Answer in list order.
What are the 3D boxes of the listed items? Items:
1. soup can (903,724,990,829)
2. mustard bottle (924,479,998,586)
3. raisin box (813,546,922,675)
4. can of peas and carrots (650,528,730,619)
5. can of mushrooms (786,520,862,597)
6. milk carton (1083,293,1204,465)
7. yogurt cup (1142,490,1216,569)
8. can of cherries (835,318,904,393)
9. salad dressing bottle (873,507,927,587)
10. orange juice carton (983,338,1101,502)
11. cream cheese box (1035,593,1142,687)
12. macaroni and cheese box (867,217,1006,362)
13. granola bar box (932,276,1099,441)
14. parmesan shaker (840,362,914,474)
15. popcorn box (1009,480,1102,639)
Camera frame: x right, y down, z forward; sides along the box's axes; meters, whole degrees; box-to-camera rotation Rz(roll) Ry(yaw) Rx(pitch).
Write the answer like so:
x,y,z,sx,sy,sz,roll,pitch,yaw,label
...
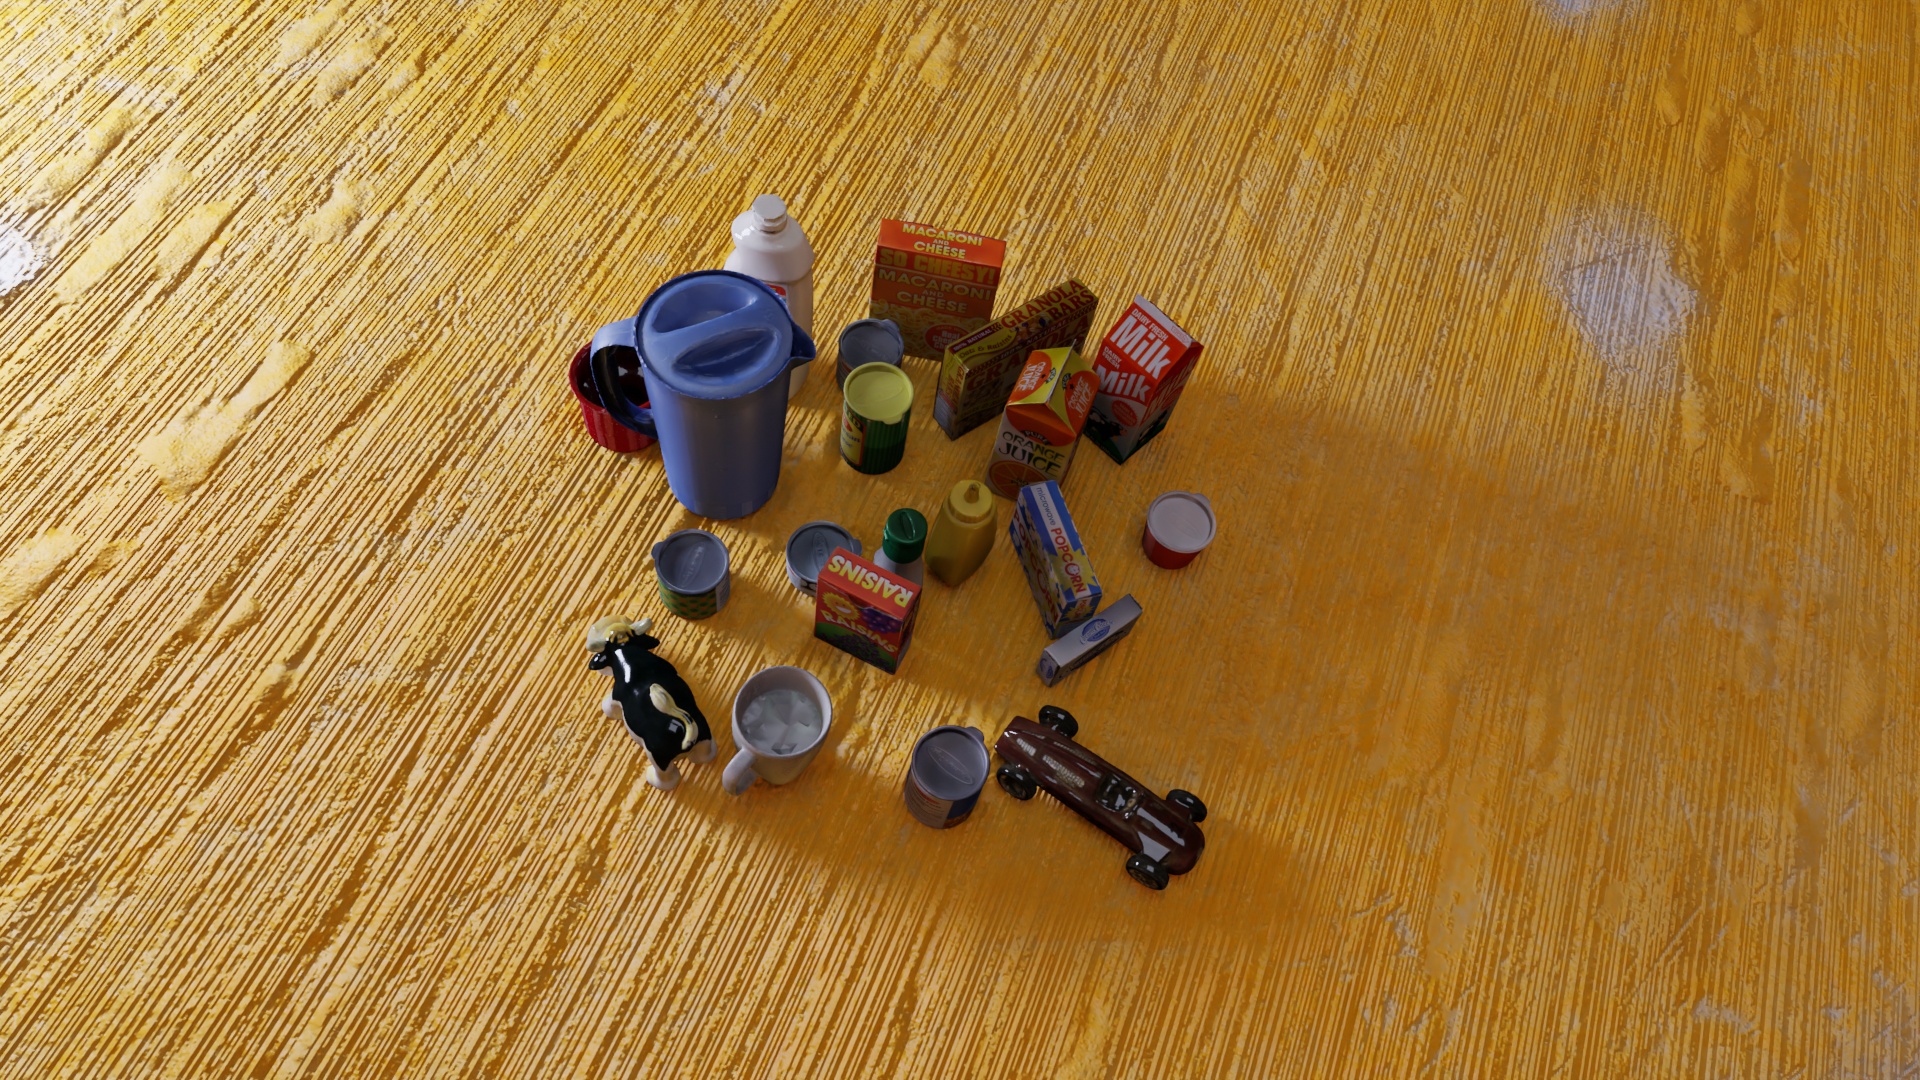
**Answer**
x,y,z,sx,sy,sz,roll,pitch,yaw,label
-0.011,0.202,1.191,0.071,0.083,0.071,3,61,-6,soup can
0.005,-0.016,1.270,0.049,0.159,0.065,40,64,14,mustard bottle
-0.084,0.064,1.234,0.086,0.122,0.040,27,61,7,raisin box
-0.246,0.031,1.266,0.071,0.058,0.071,3,61,-6,can of peas and carrots
-0.128,0.018,1.305,0.071,0.033,0.071,4,61,-6,can of mushrooms
0.176,-0.162,1.358,0.072,0.189,0.074,43,65,15,milk carton
0.210,-0.007,1.355,0.072,0.053,0.073,3,61,-6,yogurt cup
-0.090,-0.182,1.406,0.071,0.058,0.072,3,61,-6,can of cherries
-0.055,0.022,1.247,0.044,0.147,0.064,-11,64,-14,salad dressing bottle
0.079,-0.110,1.314,0.073,0.191,0.072,24,61,5,orange juice carton
0.119,0.093,1.287,0.104,0.053,0.024,-31,70,-22,cream cheese box
-0.028,-0.245,1.388,0.124,0.165,0.040,10,61,-3,macaroni and cheese box
0.053,-0.182,1.389,0.166,0.123,0.039,-31,70,-22,granola bar box
-0.081,-0.114,1.344,0.071,0.102,0.071,3,61,-6,parmesan shaker
0.087,0.018,1.306,0.038,0.084,0.127,-13,64,-15,popcorn box
